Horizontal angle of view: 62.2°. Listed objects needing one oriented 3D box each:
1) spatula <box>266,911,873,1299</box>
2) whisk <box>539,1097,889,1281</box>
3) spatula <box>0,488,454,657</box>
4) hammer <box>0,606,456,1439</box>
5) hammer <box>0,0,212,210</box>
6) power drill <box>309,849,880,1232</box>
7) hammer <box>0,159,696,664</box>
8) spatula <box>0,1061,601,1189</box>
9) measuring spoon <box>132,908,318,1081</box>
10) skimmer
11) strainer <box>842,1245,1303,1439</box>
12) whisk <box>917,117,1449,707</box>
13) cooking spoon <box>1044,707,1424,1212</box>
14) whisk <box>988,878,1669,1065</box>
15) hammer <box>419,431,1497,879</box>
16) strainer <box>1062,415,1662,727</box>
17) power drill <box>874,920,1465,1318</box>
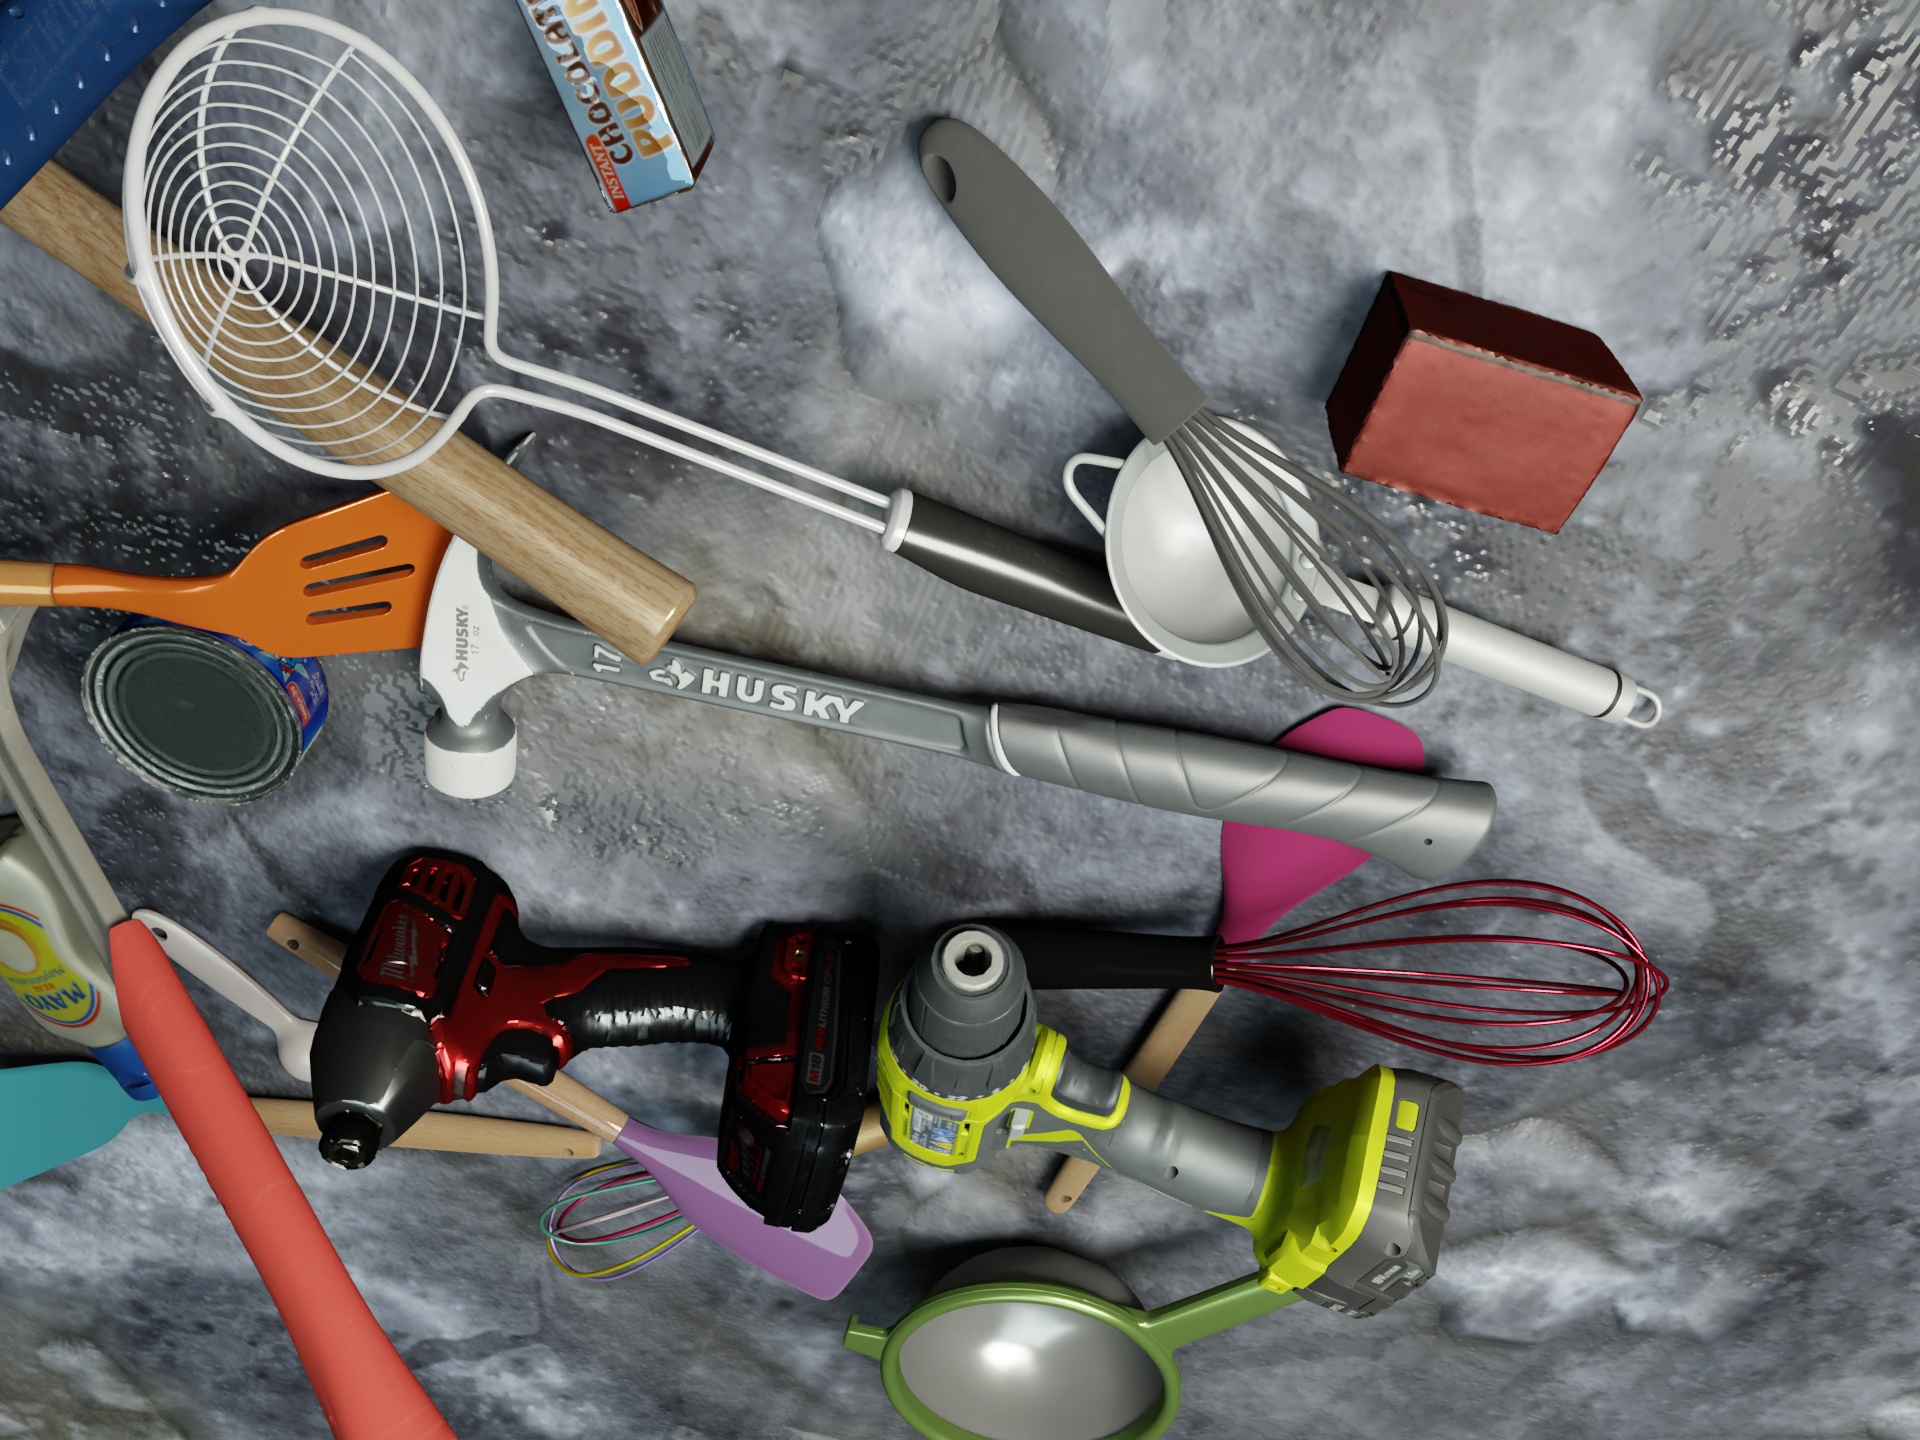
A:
[{"bbox_3d":[-0.179,0.175,0.739,0.316,0.018,0.059,33,105,-7],"label":"spatula"},{"bbox_3d":[-0.104,0.216,0.777,0.245,0.047,0.051,-23,119,15],"label":"whisk"},{"bbox_3d":[-0.337,-0.053,0.551,0.322,0.041,0.081,1,132,-14],"label":"spatula"},{"bbox_3d":[-0.292,0.120,0.597,0.359,0.036,0.149,55,131,11],"label":"hammer"},{"bbox_3d":[-0.361,-0.140,0.504,0.405,0.035,0.144,-26,113,28],"label":"hammer"},{"bbox_3d":[-0.151,0.135,0.659,0.219,0.143,0.078,12,128,-6],"label":"power drill"},{"bbox_3d":[-0.234,-0.122,0.523,0.331,0.031,0.130,35,125,-8],"label":"hammer"},{"bbox_3d":[-0.338,0.205,0.786,0.317,0.044,0.082,4,122,1],"label":"spatula"},{"bbox_3d":[-0.341,0.133,0.749,0.034,0.018,0.124,-30,117,24],"label":"measuring spoon"},{"bbox_3d":[-0.064,-0.093,0.500,0.363,0.127,0.090,19,160,-21],"label":"skimmer"},{"bbox_3d":[0.079,0.289,0.793,0.256,0.069,0.151,-30,116,23],"label":"strainer"},{"bbox_3d":[0.070,-0.096,0.503,0.055,0.055,0.239,-40,96,28],"label":"whisk"},{"bbox_3d":[0.105,0.120,0.700,0.068,0.017,0.318,20,124,-9],"label":"cooking spoon"},{"bbox_3d":[0.123,0.098,0.639,0.296,0.073,0.073,-2,127,24],"label":"whisk"},{"bbox_3d":[-0.001,-0.002,0.602,0.409,0.036,0.149,11,122,-1],"label":"hammer"},{"bbox_3d":[0.145,-0.040,0.569,0.258,0.050,0.087,19,82,-15],"label":"strainer"},{"bbox_3d":[0.075,0.156,0.639,0.228,0.080,0.190,17,151,6],"label":"power drill"}]
